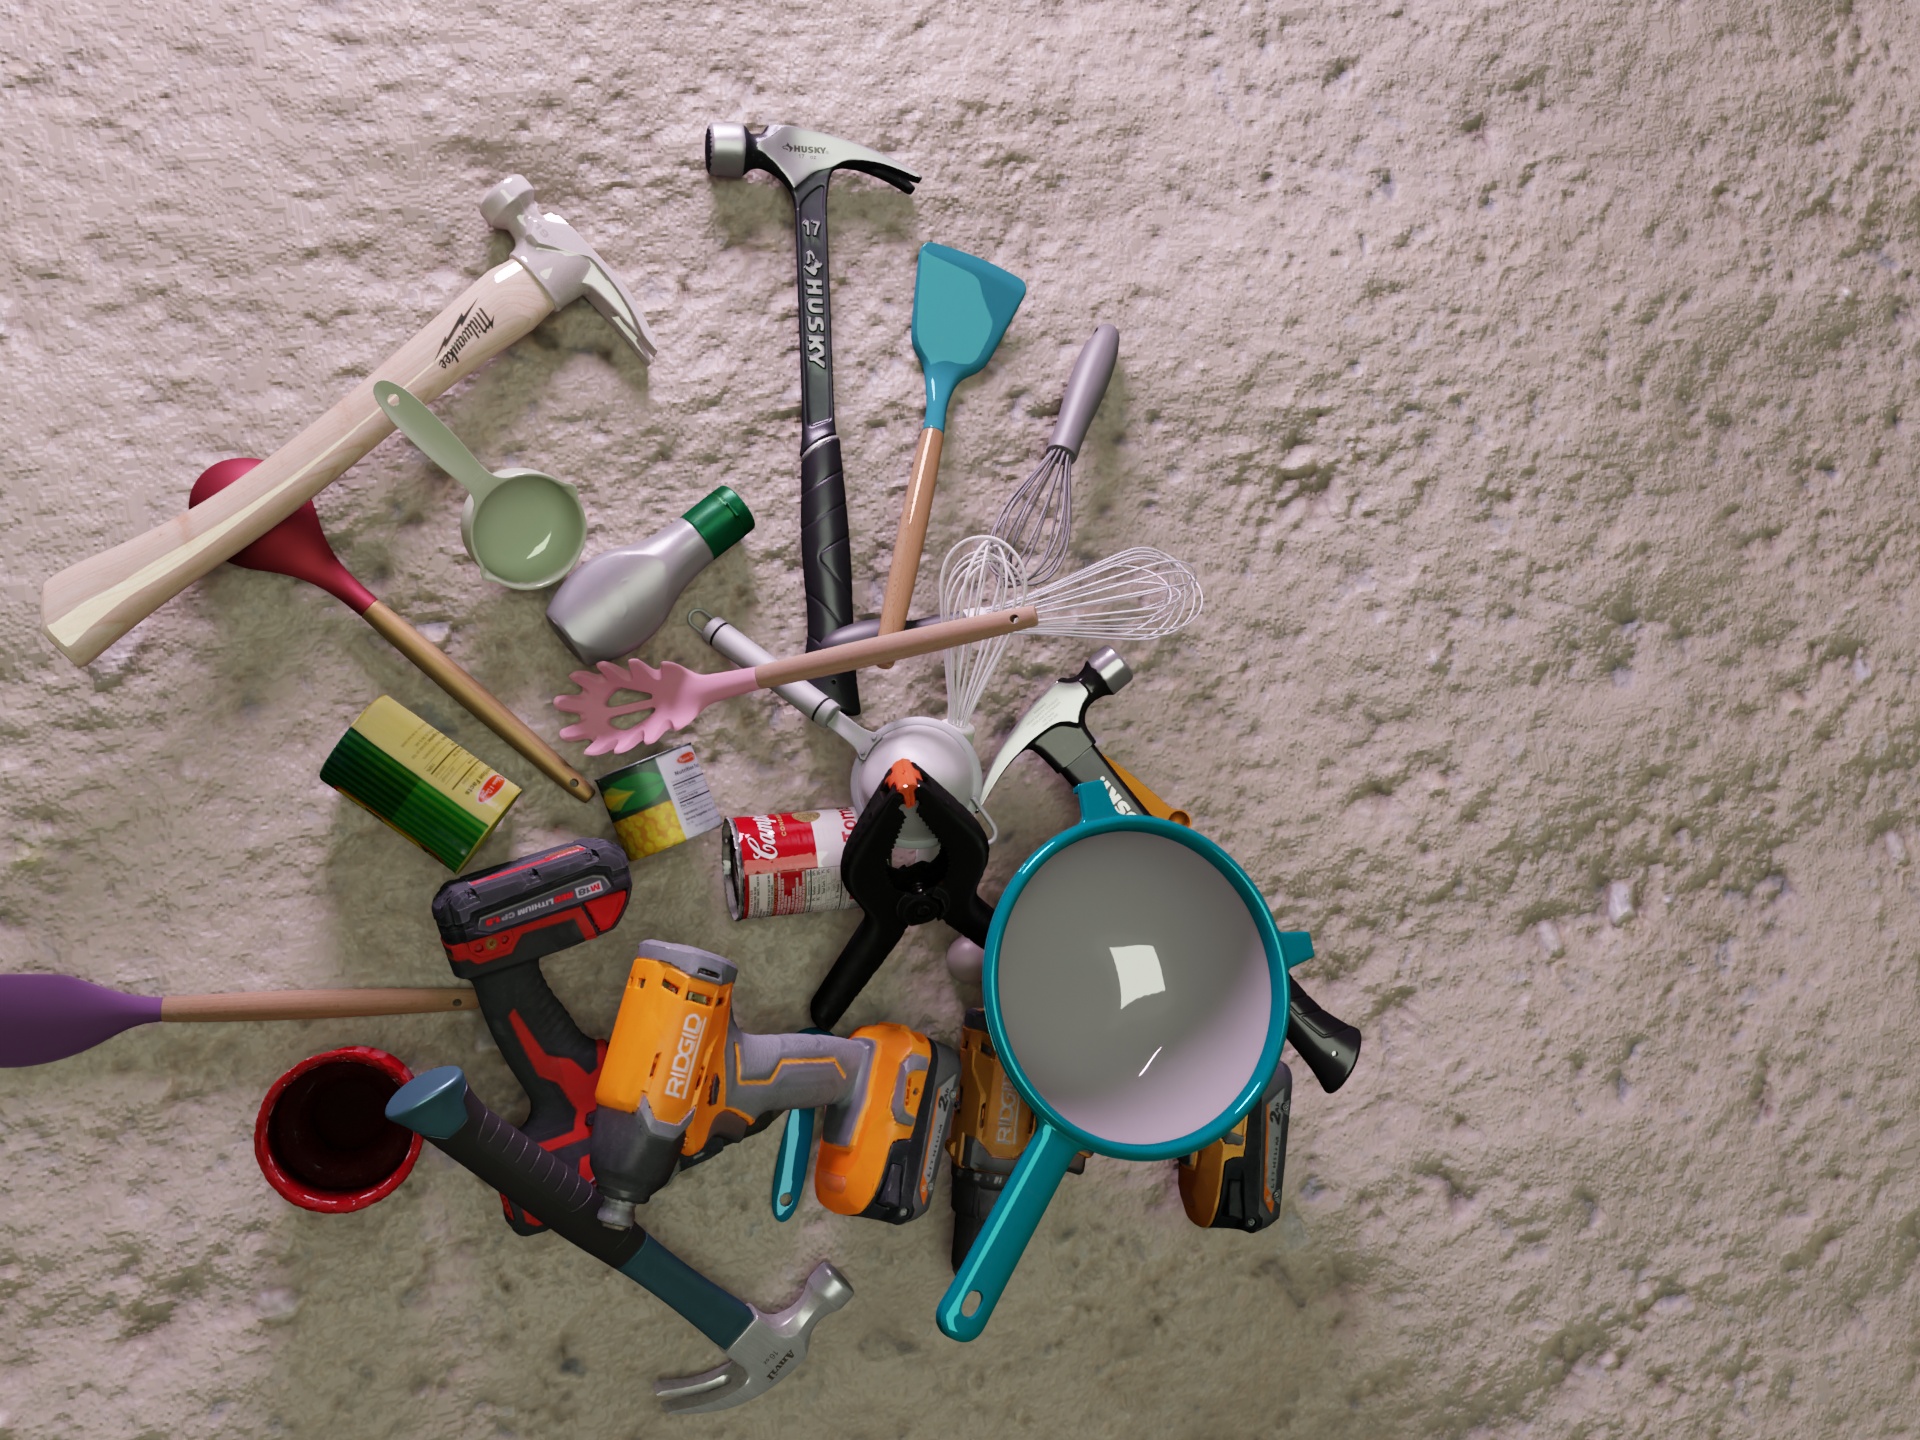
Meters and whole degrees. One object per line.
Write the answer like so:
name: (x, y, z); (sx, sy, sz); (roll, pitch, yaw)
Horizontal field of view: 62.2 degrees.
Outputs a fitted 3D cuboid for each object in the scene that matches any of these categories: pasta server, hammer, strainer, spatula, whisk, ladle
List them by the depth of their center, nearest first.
hammer: (-0.209, 0.311, 0.962); (0.128, 0.033, 0.330); (-47, 119, -10)
spatula: (-0.458, 0.178, 0.970); (0.315, 0.018, 0.059); (0, 103, -15)
hammer: (-0.377, -0.170, 0.989); (0.146, 0.038, 0.411); (48, 69, -8)
strainer: (0.066, 0.221, 0.992); (0.211, 0.095, 0.340); (36, 69, -10)
pasta server: (-0.105, -0.033, 1.013); (0.316, 0.040, 0.060); (-12, 88, 11)
ladle: (-0.357, -0.053, 1.014); (0.315, 0.031, 0.069); (42, 76, -10)
strainer: (-0.083, 0.001, 1.039); (0.258, 0.050, 0.087); (36, 86, 15)
whisk: (-0.002, -0.003, 1.056); (0.059, 0.058, 0.246); (16, 109, 14)
spatula: (-0.021, -0.180, 1.083); (0.082, 0.044, 0.318); (18, 64, -17)
hammer: (0.152, 0.119, 1.094); (0.146, 0.035, 0.335); (-40, 86, -4)
hammer: (-0.093, -0.207, 1.094); (0.149, 0.036, 0.409); (-2, 86, -16)
whisk: (0.040, -0.070, 1.094); (0.284, 0.070, 0.070); (-12, 88, -19)
whisk: (0.071, -0.189, 1.110); (0.055, 0.055, 0.239); (27, 63, -12)

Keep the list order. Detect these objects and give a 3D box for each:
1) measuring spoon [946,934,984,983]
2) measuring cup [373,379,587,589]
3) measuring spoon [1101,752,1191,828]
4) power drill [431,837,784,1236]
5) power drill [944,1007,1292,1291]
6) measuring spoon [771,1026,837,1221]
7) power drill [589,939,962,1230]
measuring spoon: (0.048, 0.184, 1.106); (0.124, 0.018, 0.034); (27, 79, -11)
measuring cup: (-0.307, -0.152, 0.995); (0.083, 0.038, 0.167); (-48, 126, -10)
measuring spoon: (0.116, 0.047, 1.143); (0.117, 0.011, 0.021); (34, 78, -6)
power drill: (-0.220, 0.190, 1.000); (0.188, 0.080, 0.226); (-17, 97, -22)
power drill: (0.101, 0.298, 1.081); (0.226, 0.084, 0.185); (8, 83, -10)
measuring spoon: (-0.105, 0.269, 1.055); (0.042, 0.021, 0.129); (13, 80, -14)
power drill: (-0.118, 0.242, 0.974); (0.226, 0.084, 0.164); (25, 71, -33)
